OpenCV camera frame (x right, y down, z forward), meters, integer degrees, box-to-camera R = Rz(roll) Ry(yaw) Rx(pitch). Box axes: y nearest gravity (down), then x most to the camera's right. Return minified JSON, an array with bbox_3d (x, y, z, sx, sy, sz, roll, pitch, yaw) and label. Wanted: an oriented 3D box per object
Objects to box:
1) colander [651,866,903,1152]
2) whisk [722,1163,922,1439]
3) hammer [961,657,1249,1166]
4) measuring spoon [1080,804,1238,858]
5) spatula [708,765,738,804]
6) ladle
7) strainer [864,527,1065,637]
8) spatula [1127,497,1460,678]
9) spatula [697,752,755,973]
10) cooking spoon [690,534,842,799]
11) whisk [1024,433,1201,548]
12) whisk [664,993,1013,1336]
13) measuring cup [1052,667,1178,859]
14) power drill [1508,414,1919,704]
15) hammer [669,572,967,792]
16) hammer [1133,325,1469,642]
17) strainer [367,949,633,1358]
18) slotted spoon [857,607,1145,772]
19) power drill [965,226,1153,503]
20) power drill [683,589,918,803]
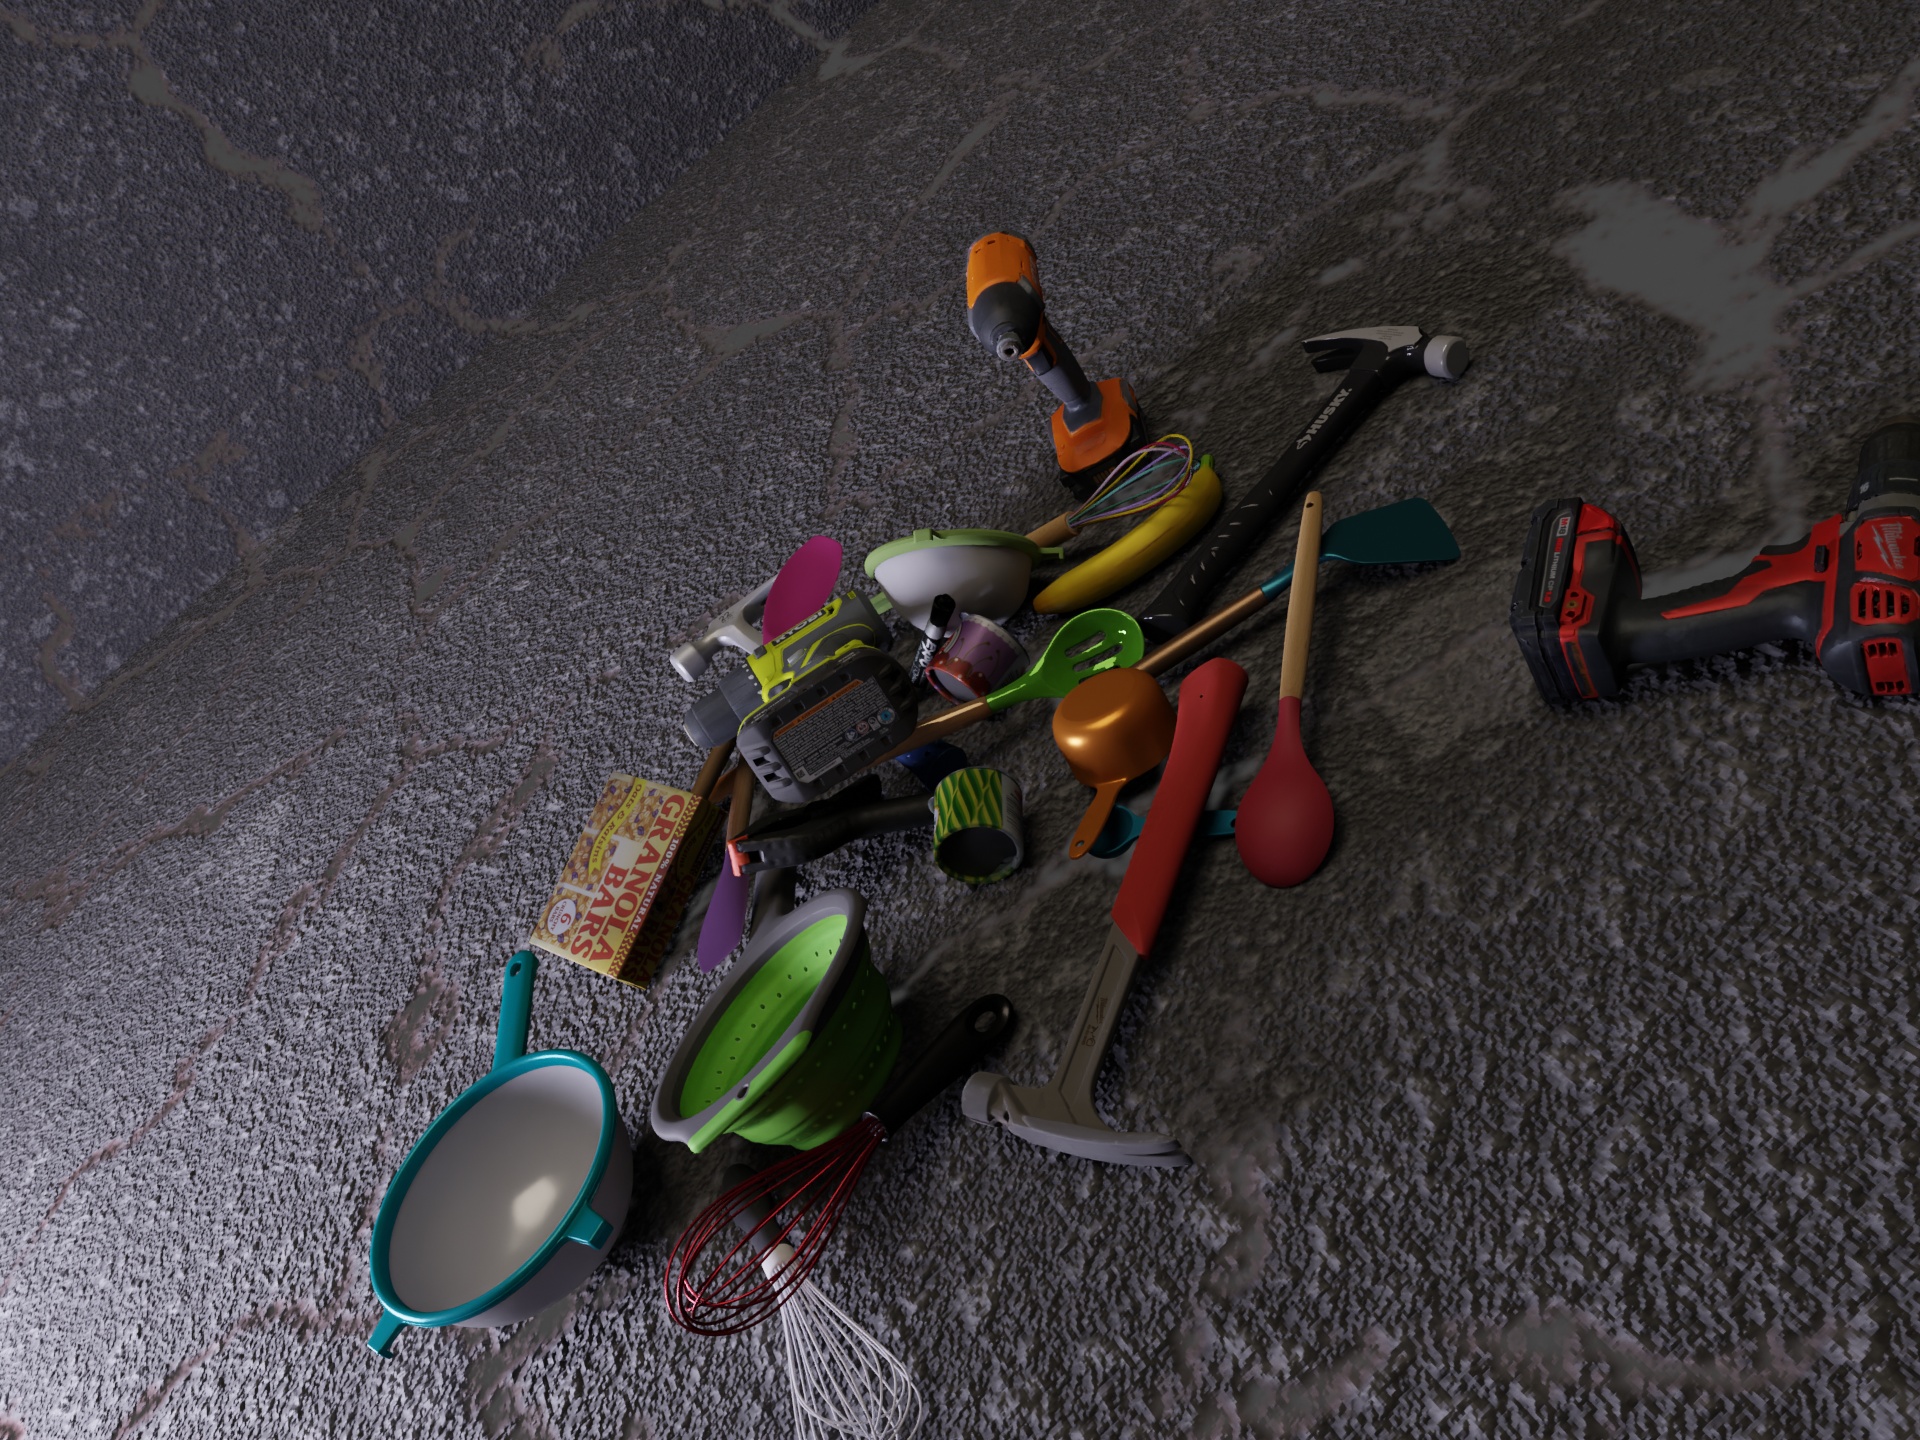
[{"bbox_3d":[-0.112,0.193,1.146,0.204,0.094,0.397,-45,16,10],"label":"colander"},{"bbox_3d":[-0.100,0.354,0.973,0.070,0.070,0.285,-44,30,-6],"label":"whisk"},{"bbox_3d":[0.129,0.109,1.023,0.149,0.036,0.359,3,54,35],"label":"hammer"},{"bbox_3d":[0.144,0.078,1.089,0.128,0.021,0.042,-5,49,27],"label":"measuring spoon"},{"bbox_3d":[-0.243,0.088,1.431,0.322,0.041,0.081,-33,36,3],"label":"spatula"},{"bbox_3d":[0.228,-0.033,1.078,0.069,0.031,0.316,-11,51,34],"label":"ladle"},{"bbox_3d":[-0.034,-0.096,1.389,0.256,0.151,0.069,-22,69,53],"label":"strainer"},{"bbox_3d":[0.209,-0.072,1.178,0.317,0.044,0.082,-33,37,17],"label":"spatula"},{"bbox_3d":[-0.184,0.094,1.304,0.059,0.018,0.316,-42,25,22],"label":"spatula"},{"bbox_3d":[-0.187,-0.020,1.406,0.069,0.017,0.319,24,85,38],"label":"cooking spoon"},{"bbox_3d":[0.110,-0.177,1.333,0.051,0.047,0.245,-22,-2,-41],"label":"whisk"},{"bbox_3d":[-0.065,0.264,0.982,0.073,0.073,0.296,6,36,47],"label":"whisk"},{"bbox_3d":[0.096,0.026,1.122,0.095,0.052,0.174,-14,29,32],"label":"measuring cup"},{"bbox_3d":[0.456,-0.095,0.932,0.227,0.080,0.188,-3,49,38],"label":"power drill"},{"bbox_3d":[-0.117,-0.032,1.409,0.144,0.035,0.406,-42,38,-13],"label":"hammer"},{"bbox_3d":[0.250,-0.191,1.265,0.335,0.035,0.146,-49,36,-12],"label":"hammer"},{"bbox_3d":[-0.317,0.313,1.189,0.211,0.095,0.341,-30,34,10],"label":"strainer"},{"bbox_3d":[-0.002,-0.004,1.245,0.314,0.031,0.070,-23,75,5],"label":"slotted spoon"},{"bbox_3d":[0.081,-0.297,1.371,0.084,0.226,0.164,-26,37,20],"label":"power drill"},{"bbox_3d":[-0.131,-0.016,1.279,0.190,0.080,0.229,-33,21,-3],"label":"power drill"}]
